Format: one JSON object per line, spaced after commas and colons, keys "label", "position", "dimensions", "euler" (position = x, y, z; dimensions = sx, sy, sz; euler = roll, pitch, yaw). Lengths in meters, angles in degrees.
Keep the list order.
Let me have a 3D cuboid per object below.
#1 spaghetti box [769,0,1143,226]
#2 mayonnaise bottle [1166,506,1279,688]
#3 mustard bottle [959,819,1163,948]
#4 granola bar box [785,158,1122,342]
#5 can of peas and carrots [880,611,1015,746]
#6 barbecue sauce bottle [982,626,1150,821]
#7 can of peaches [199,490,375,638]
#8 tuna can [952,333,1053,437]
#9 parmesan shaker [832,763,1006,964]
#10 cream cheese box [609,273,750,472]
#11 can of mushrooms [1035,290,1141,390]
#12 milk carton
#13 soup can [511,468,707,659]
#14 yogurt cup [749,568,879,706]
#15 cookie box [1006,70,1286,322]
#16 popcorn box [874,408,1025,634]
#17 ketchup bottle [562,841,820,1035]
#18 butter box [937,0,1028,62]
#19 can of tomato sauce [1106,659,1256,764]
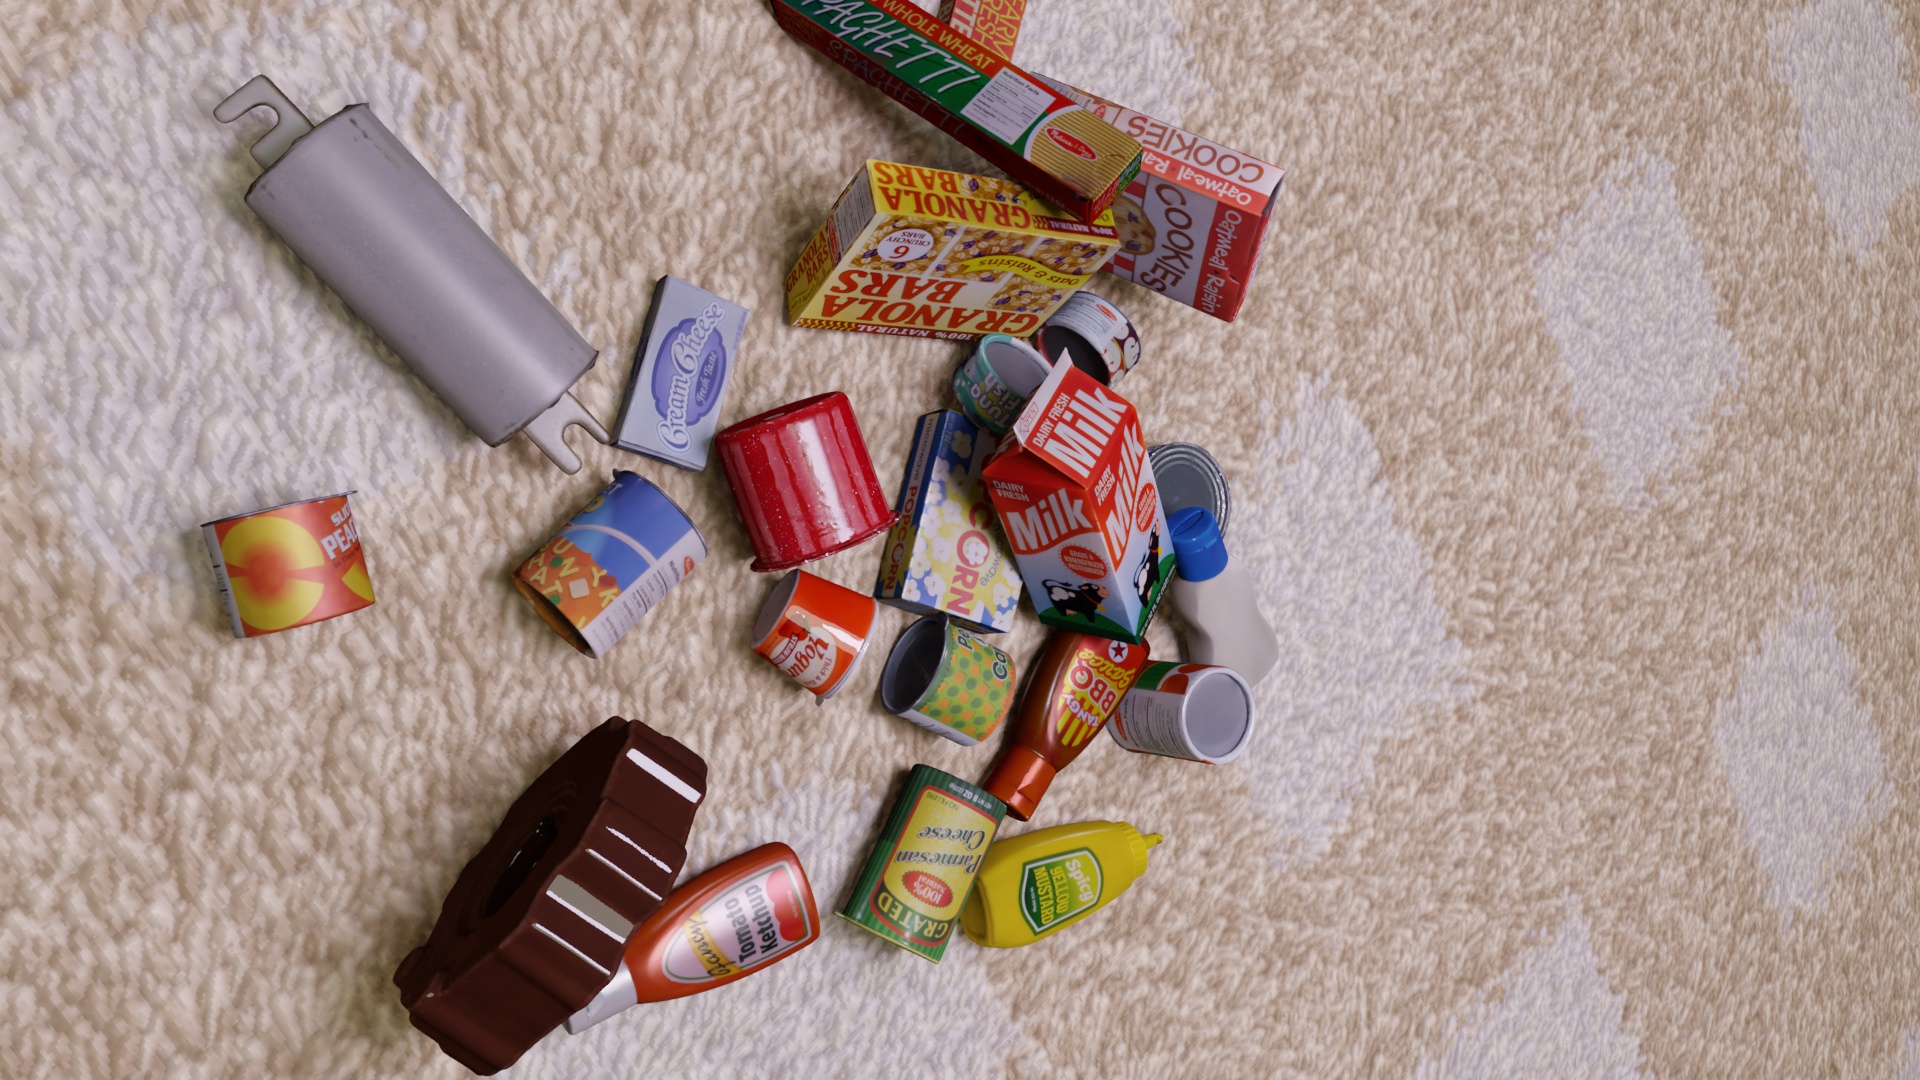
{"label": "spaghetti box", "position": [-0.006, -0.271, 0.816], "dimensions": [0.250, 0.028, 0.050], "euler": [37, 75, 17]}
{"label": "mayonnaise bottle", "position": [0.177, 0.042, 0.961], "dimensions": [0.065, 0.041, 0.147], "euler": [-38, 127, -16]}
{"label": "mustard bottle", "position": [0.074, 0.216, 0.914], "dimensions": [0.161, 0.049, 0.065], "euler": [-13, 96, -30]}
{"label": "granola bar box", "position": [-0.006, -0.169, 0.840], "dimensions": [0.166, 0.123, 0.039], "euler": [0, 67, -31]}
{"label": "can of peas and carrots", "position": [-0.006, 0.085, 0.862], "dimensions": [0.058, 0.071, 0.071], "euler": [29, 74, -27]}
{"label": "barbecue sauce bottle", "position": [0.066, 0.114, 0.918], "dimensions": [0.064, 0.043, 0.149], "euler": [43, 68, -24]}
{"label": "can of peaches", "position": [-0.324, 0.011, 0.677], "dimensions": [0.071, 0.071, 0.058], "euler": [-16, 97, -30]}
{"label": "tuna can", "position": [0.030, -0.098, 0.887], "dimensions": [0.071, 0.032, 0.071], "euler": [26, 38, -22]}
{"label": "parmesan shaker", "position": [-0.024, 0.195, 0.849], "dimensions": [0.071, 0.071, 0.103], "euler": [34, 71, -25]}
{"label": "cream cheese box", "position": [-0.162, -0.096, 0.803], "dimensions": [0.053, 0.024, 0.104], "euler": [20, 78, -28]}
{"label": "can of mushrooms", "position": [0.085, -0.129, 0.929], "dimensions": [0.033, 0.071, 0.071], "euler": [-47, 111, -23]}
{"label": "milk carton", "position": [0.072, -0.025, 0.852], "dimensions": [0.073, 0.073, 0.189], "euler": [-59, 144, -31]}
{"label": "soup can", "position": [-0.193, 0.012, 0.758], "dimensions": [0.084, 0.071, 0.071], "euler": [-47, 110, -23]}
{"label": "yogurt cup", "position": [-0.088, 0.052, 0.819], "dimensions": [0.054, 0.072, 0.072], "euler": [31, 73, -18]}
{"label": "cookie box", "position": [0.110, -0.211, 0.869], "dimensions": [0.167, 0.122, 0.040], "euler": [25, 72, 11]}
{"label": "popcorn box", "position": [0.003, -0.011, 0.889], "dimensions": [0.085, 0.038, 0.127], "euler": [20, 78, -30]}
{"label": "ketchup bottle", "position": [-0.155, 0.227, 0.782], "dimensions": [0.149, 0.043, 0.064], "euler": [-20, 98, -29]}
{"label": "butter box", "position": [0.008, -0.324, 0.915], "dimensions": [0.053, 0.024, 0.103], "euler": [20, 78, -29]}
{"label": "can of tomato sauce", "position": [0.150, 0.115, 0.945], "dimensions": [0.071, 0.083, 0.071], "euler": [1, 88, -31]}
